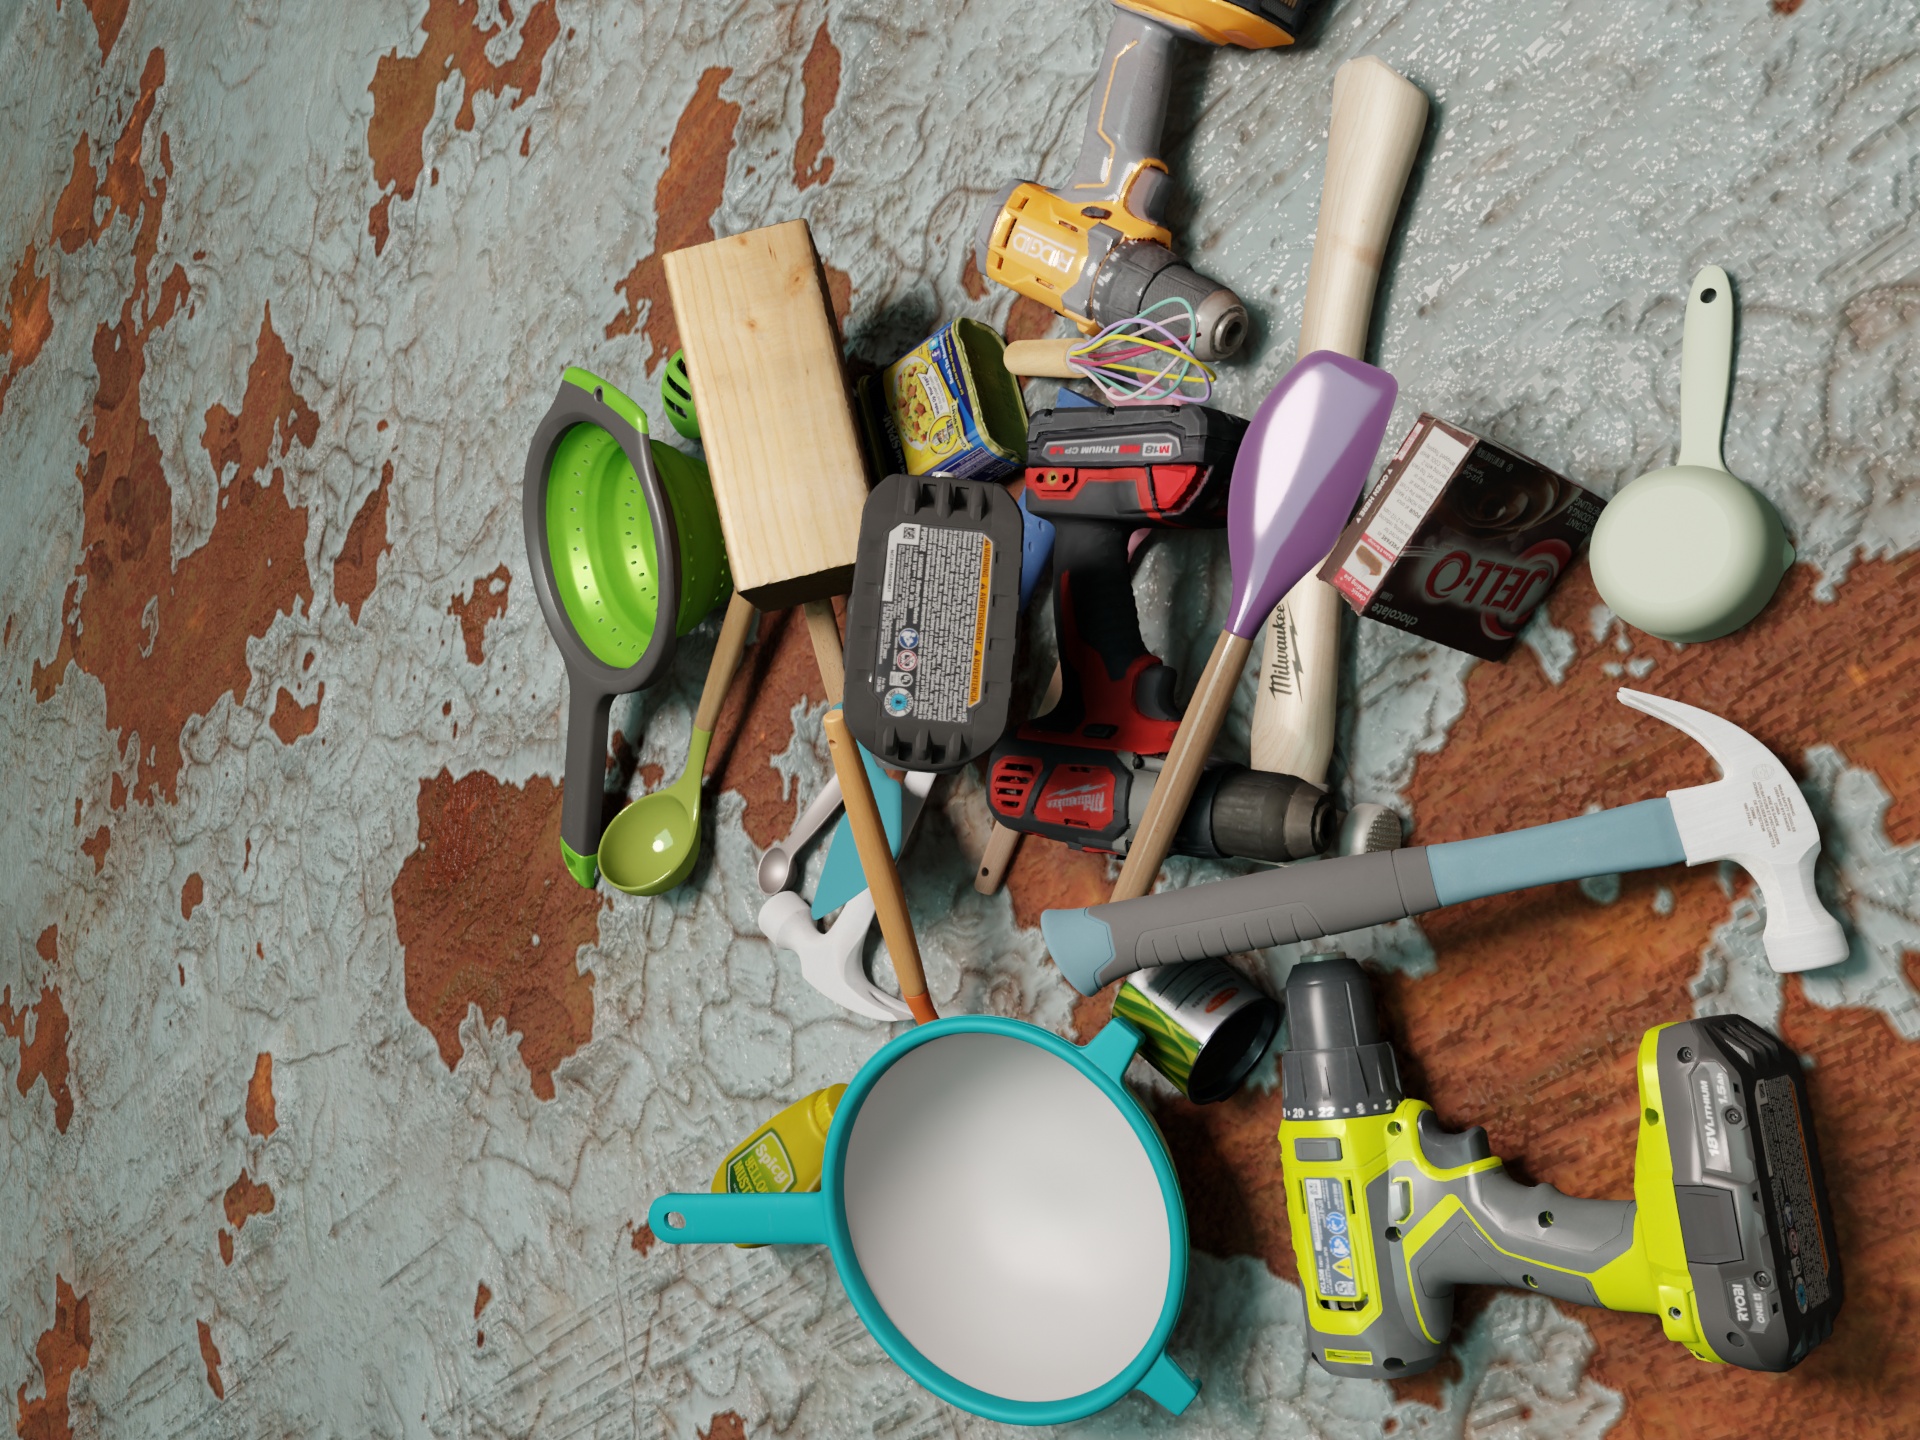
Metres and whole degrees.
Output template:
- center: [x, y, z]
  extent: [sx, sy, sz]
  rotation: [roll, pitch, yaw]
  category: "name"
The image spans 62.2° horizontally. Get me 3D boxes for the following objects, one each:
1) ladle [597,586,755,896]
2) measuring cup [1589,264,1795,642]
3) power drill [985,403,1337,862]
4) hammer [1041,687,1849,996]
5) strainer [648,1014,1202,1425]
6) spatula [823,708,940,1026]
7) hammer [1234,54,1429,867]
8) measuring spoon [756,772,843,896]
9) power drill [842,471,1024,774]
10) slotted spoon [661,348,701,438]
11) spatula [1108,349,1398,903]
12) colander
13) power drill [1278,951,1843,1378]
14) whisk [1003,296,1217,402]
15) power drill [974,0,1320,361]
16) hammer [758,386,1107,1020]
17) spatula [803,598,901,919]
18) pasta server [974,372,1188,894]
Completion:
- center: [-0.177, -0.019, 1.078]
  extent: [0.078, 0.062, 0.320]
  rotation: [42, 120, 40]
  category: "ladle"
- center: [0.316, -0.118, 0.692]
  extent: [0.083, 0.038, 0.167]
  rotation: [4, 90, 42]
  category: "measuring cup"
- center: [0.106, -0.039, 0.800]
  extent: [0.188, 0.080, 0.226]
  rotation: [7, 93, 37]
  category: "power drill"
- center: [0.196, 0.073, 0.704]
  extent: [0.331, 0.033, 0.128]
  rotation: [-14, 79, 17]
  category: "hammer"
- center: [-0.018, 0.266, 0.886]
  extent: [0.340, 0.095, 0.211]
  rotation: [-11, 87, 30]
  category: "strainer"
- center: [-0.036, 0.139, 0.900]
  extent: [0.081, 0.041, 0.322]
  rotation: [11, 127, 38]
  category: "spatula"
- center: [0.177, -0.131, 0.820]
  extent: [0.146, 0.038, 0.410]
  rotation: [7, 90, 43]
  category: "hammer"
- center: [-0.093, 0.069, 1.054]
  extent: [0.124, 0.018, 0.034]
  rotation: [-51, 45, 17]
  category: "measuring spoon"
- center: [-0.015, -0.055, 0.830]
  extent: [0.080, 0.223, 0.171]
  rotation: [5, 91, -2]
  category: "power drill"
- center: [-0.127, -0.177, 1.099]
  extent: [0.314, 0.031, 0.070]
  rotation: [43, 118, 34]
  category: "slotted spoon"
- center: [0.118, -0.018, 0.741]
  extent: [0.060, 0.018, 0.316]
  rotation: [26, 105, 22]
  category: "spatula"
- center: [-0.233, -0.055, 1.152]
  extent: [0.205, 0.094, 0.396]
  rotation: [36, 127, 39]
  category: "colander"
- center: [0.243, 0.191, 0.701]
  extent: [0.228, 0.080, 0.191]
  rotation: [-15, 76, 42]
  category: "power drill"
- center: [0.070, -0.197, 0.853]
  extent: [0.245, 0.047, 0.051]
  rotation: [-146, 49, -68]
  category: "whisk"
- center: [0.114, -0.318, 0.868]
  extent: [0.186, 0.084, 0.226]
  rotation: [38, 115, 37]
  category: "power drill"
- center: [-0.002, -0.003, 0.963]
  extent: [0.144, 0.035, 0.405]
  rotation: [37, 109, 38]
  category: "hammer"
- center: [-0.086, -0.033, 0.993]
  extent: [0.082, 0.044, 0.318]
  rotation: [-37, 57, 37]
  category: "spatula"
- center: [0.064, -0.042, 0.909]
  extent: [0.060, 0.040, 0.316]
  rotation: [30, 106, 35]
  category: "pasta server"
